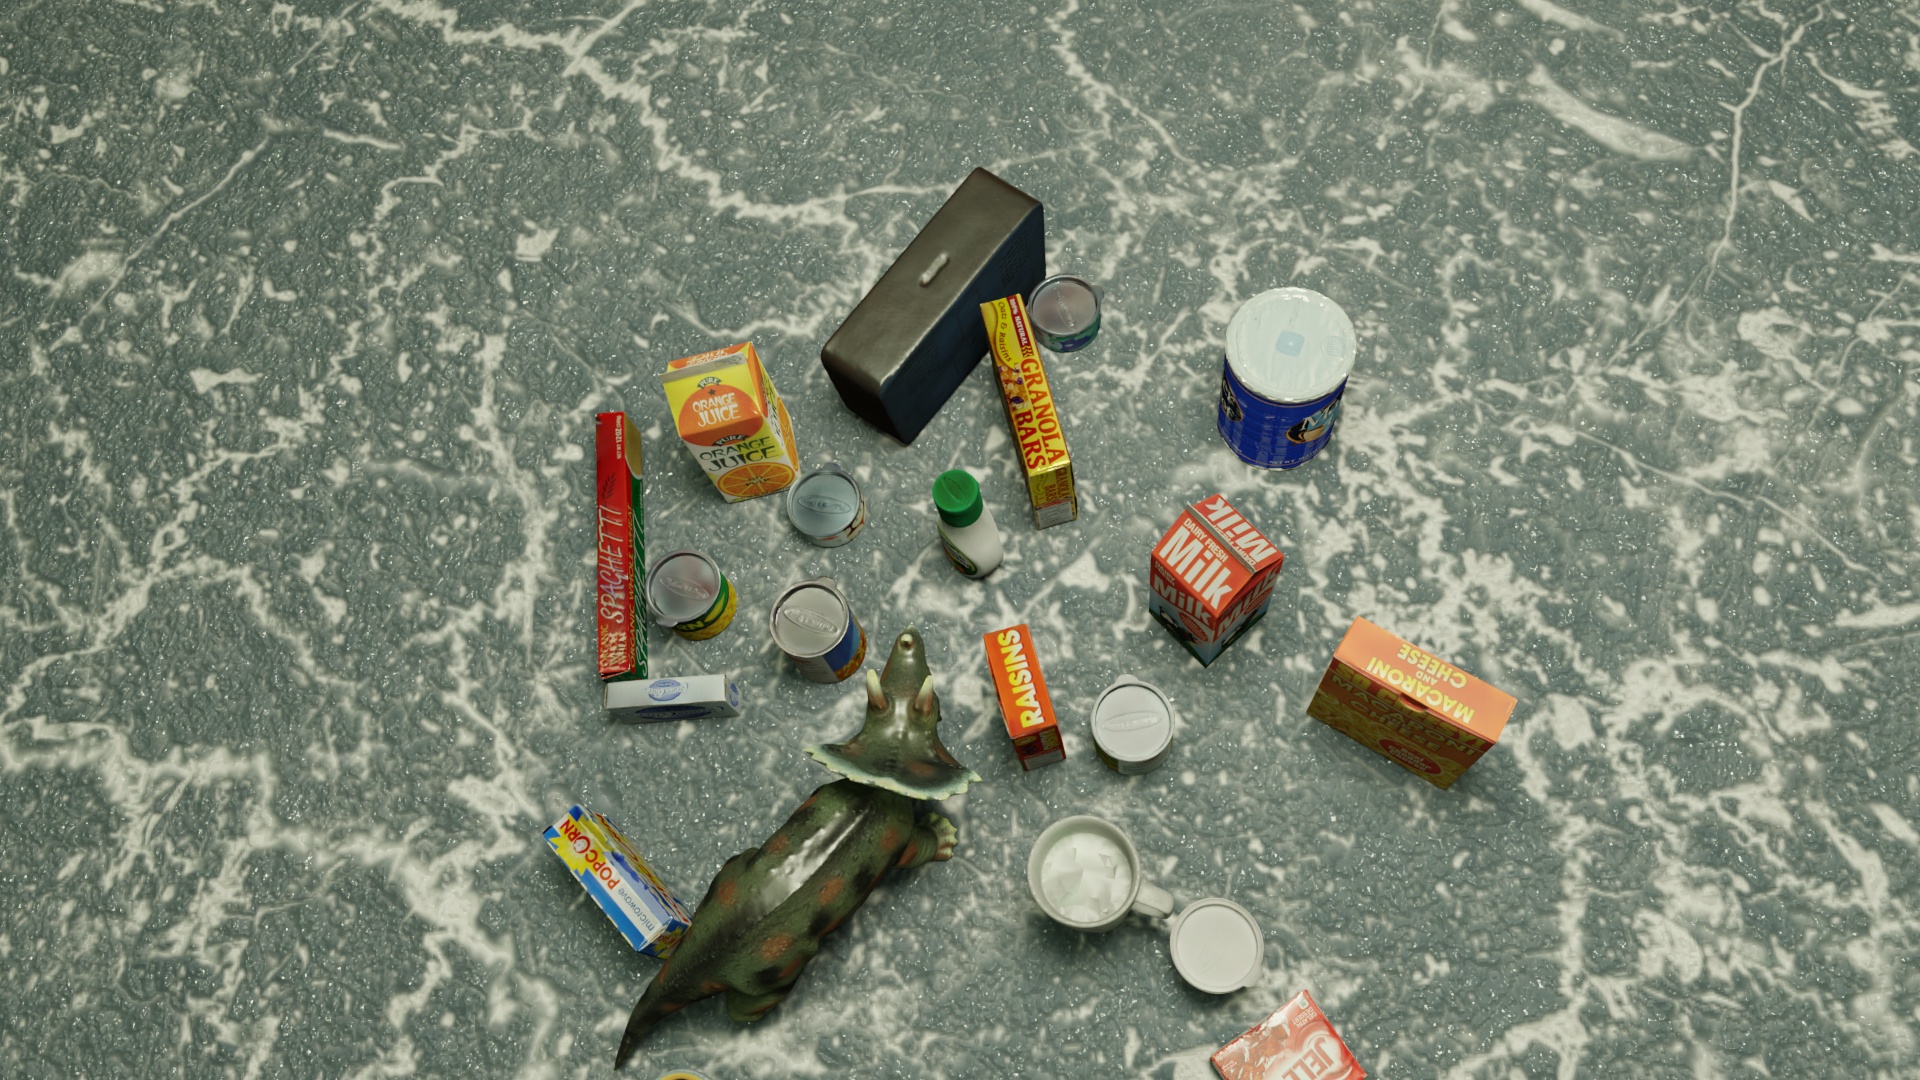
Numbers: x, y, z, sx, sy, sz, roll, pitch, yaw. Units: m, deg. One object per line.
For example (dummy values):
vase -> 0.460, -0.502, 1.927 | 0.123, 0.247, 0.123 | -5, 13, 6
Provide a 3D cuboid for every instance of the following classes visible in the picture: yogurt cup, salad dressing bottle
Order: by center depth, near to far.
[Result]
yogurt cup -> 0.192, 0.307, 1.047 | 0.072, 0.053, 0.072 | -2, 69, 6
salad dressing bottle -> 0.004, -0.014, 1.145 | 0.044, 0.147, 0.064 | -38, 69, -8

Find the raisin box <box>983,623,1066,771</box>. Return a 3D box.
raisin box -> 0.051, 0.125, 1.098 | 0.040, 0.123, 0.086 | -16, 68, 1

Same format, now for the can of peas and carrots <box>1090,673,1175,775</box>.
can of peas and carrots -> 0.137, 0.148, 1.113 | 0.071, 0.058, 0.071 | -2, 69, 6

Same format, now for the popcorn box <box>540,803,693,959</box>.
popcorn box -> -0.267, 0.272, 1.100 | 0.038, 0.085, 0.127 | -43, 70, -10

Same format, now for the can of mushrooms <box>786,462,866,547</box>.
can of mushrooms -> -0.117, -0.031, 1.228 | 0.071, 0.033, 0.071 | -2, 69, 6

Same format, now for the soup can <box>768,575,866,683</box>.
soup can -> -0.116, 0.075, 1.159 | 0.071, 0.083, 0.071 | -2, 69, 6

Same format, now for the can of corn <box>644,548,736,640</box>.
can of corn -> -0.233, 0.050, 1.197 | 0.071, 0.058, 0.071 | -2, 69, 6

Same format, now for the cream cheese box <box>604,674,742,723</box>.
cream cheese box -> -0.240, 0.134, 1.168 | 0.104, 0.053, 0.024 | -5, 69, 5

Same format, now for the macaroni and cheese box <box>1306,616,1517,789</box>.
macaroni and cheese box -> 0.332, 0.126, 1.040 | 0.124, 0.166, 0.040 | 29, 75, 17

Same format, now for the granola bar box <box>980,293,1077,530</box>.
granola bar box -> 0.060, -0.108, 1.188 | 0.039, 0.124, 0.166 | -15, 68, 1

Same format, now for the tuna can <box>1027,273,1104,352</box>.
tuna can -> 0.098, -0.209, 1.272 | 0.071, 0.032, 0.071 | -2, 69, 6

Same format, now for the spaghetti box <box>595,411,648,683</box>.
spaghetti box -> -0.300, 0.007, 1.227 | 0.029, 0.050, 0.251 | -8, 68, 4

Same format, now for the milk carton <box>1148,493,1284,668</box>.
milk carton -> 0.197, 0.028, 1.082 | 0.073, 0.190, 0.072 | -41, 70, -9

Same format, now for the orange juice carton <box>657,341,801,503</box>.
orange juice carton -> -0.194, -0.106, 1.181 | 0.072, 0.192, 0.073 | -13, 68, 2
